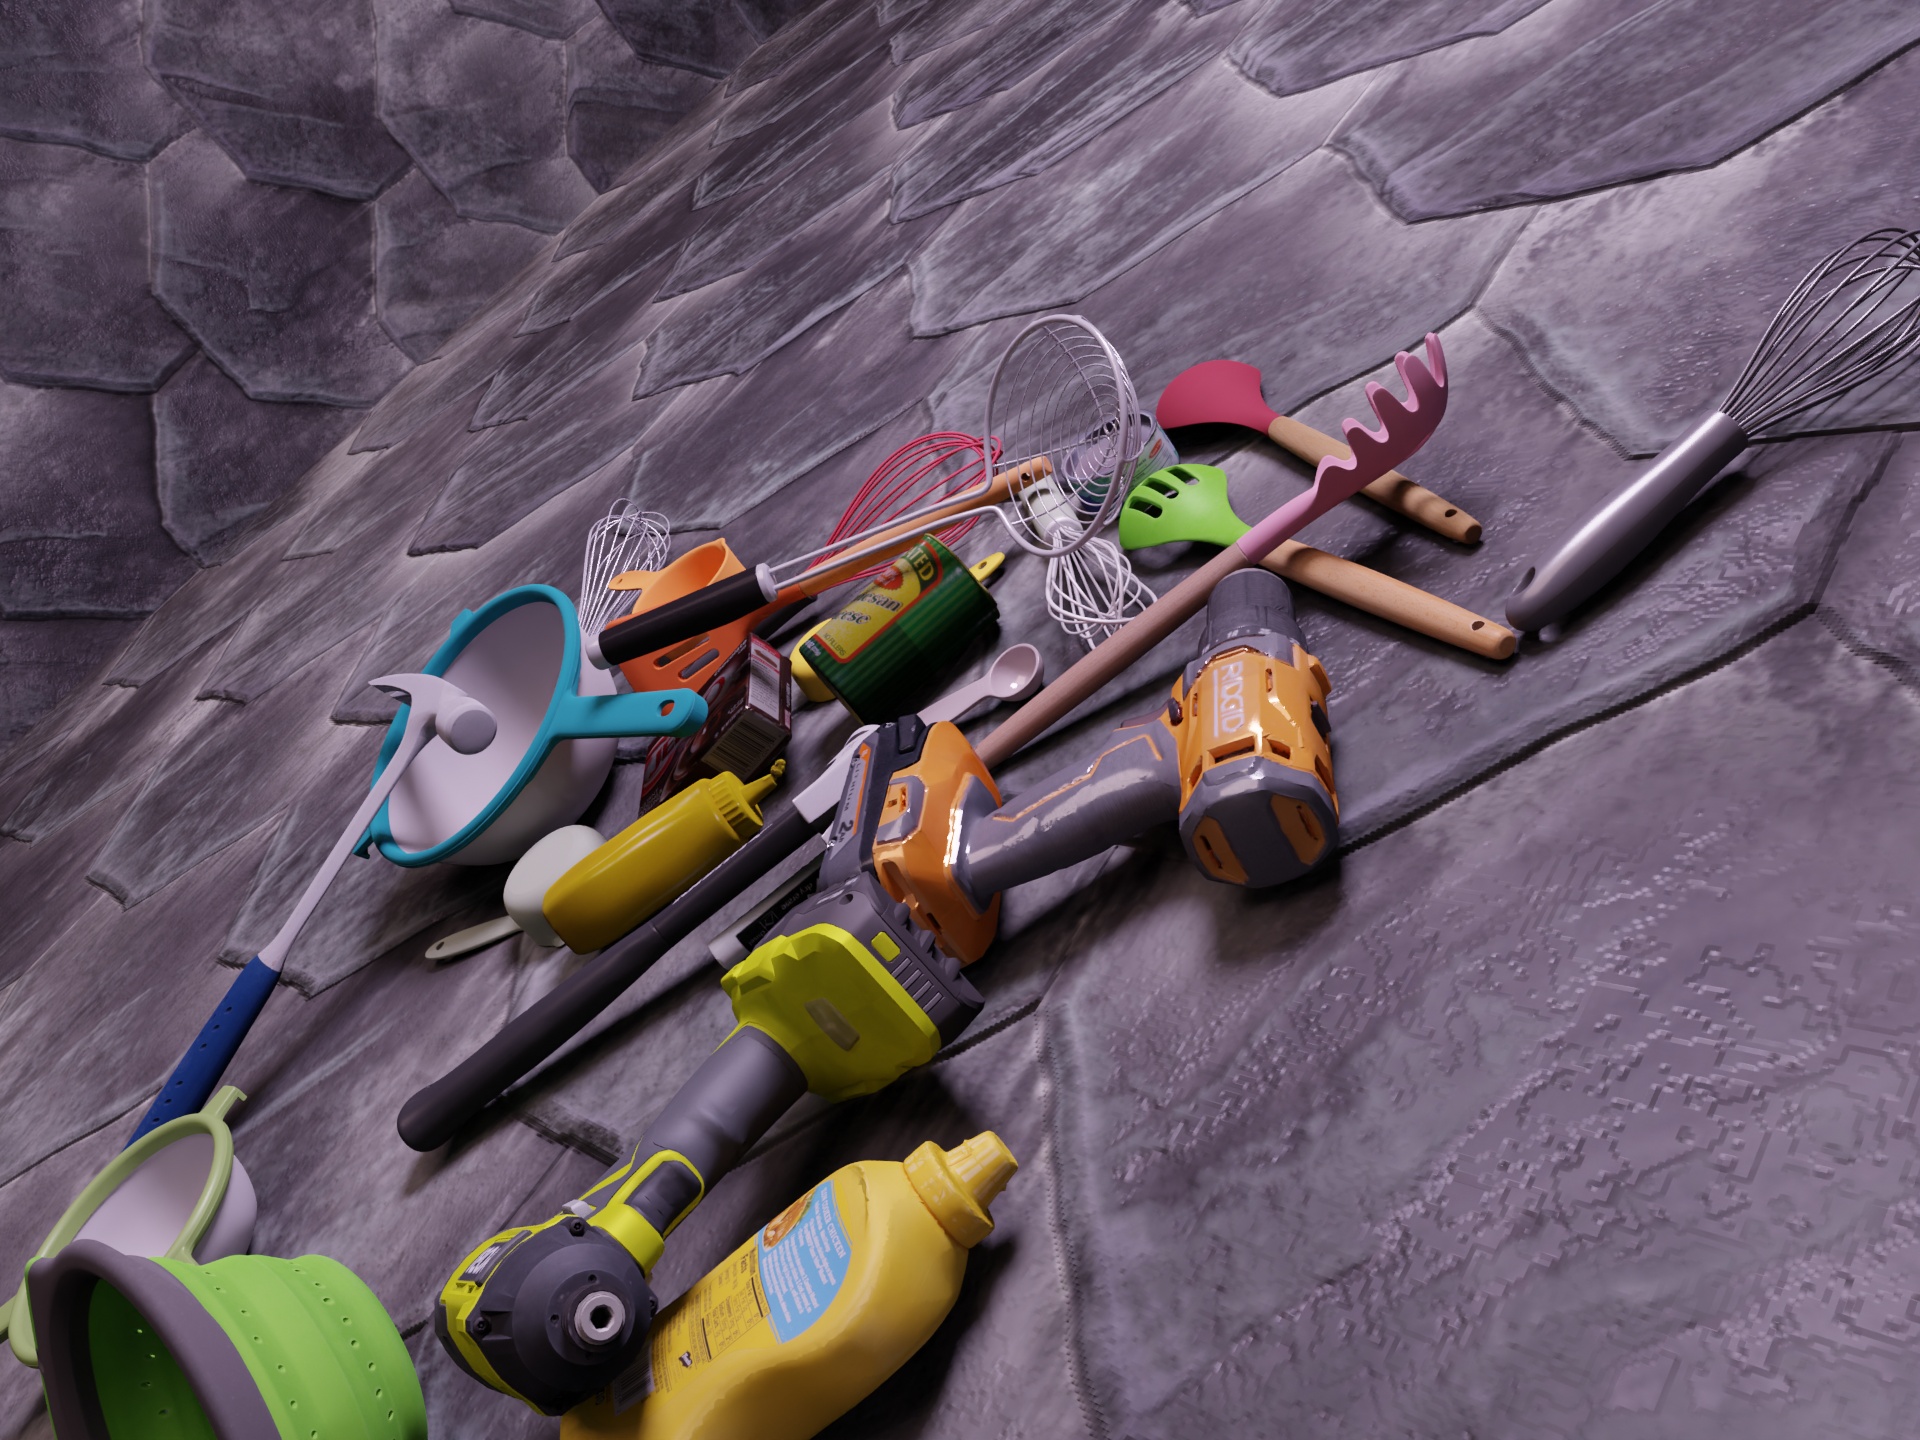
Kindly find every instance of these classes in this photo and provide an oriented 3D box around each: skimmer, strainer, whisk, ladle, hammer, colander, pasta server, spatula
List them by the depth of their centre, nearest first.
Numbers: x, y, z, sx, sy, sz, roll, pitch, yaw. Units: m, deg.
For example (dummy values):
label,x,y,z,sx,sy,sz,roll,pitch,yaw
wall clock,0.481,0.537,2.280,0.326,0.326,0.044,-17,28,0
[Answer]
label,x,y,z,sx,sy,sz,roll,pitch,yaw
colander,-0.228,0.312,0.617,0.397,0.204,0.094,16,23,37
whisk,0.321,-0.120,0.664,0.239,0.055,0.055,-42,30,2
pasta server,0.115,-0.072,0.789,0.316,0.040,0.060,-39,5,18
hammer,-0.168,0.122,0.840,0.335,0.035,0.146,-38,6,8
ladle,0.187,-0.151,0.871,0.069,0.031,0.316,-33,31,-3
skimmer,-0.068,-0.107,0.883,0.363,0.090,0.127,-20,73,16
strainer,-0.492,0.333,0.900,0.256,0.069,0.152,-35,32,6
whisk,0.063,-0.105,0.930,0.059,0.057,0.247,-3,27,-8
spatula,-0.084,-0.093,1.022,0.322,0.081,0.041,-24,15,24
hammer,-0.444,0.146,1.036,0.144,0.035,0.405,24,81,50
strainer,-0.255,0.017,1.046,0.340,0.095,0.211,-3,61,42
whisk,-0.090,-0.102,1.077,0.296,0.073,0.073,-35,29,19
whisk,-0.294,-0.075,1.266,0.070,0.070,0.285,-20,39,29

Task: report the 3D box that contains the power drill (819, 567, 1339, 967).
label,x,y,z,sx,sy,sz,roll,pitch,yaw
power drill,0.060,0.017,0.728,0.226,0.084,0.185,-20,32,23

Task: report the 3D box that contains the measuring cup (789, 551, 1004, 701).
label,x,y,z,sx,sy,sz,roll,pitch,yaw
measuring cup,-0.043,-0.068,0.998,0.156,0.029,0.062,-34,30,13

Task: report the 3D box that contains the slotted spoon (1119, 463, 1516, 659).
label,x,y,z,sx,sy,sz,roll,pitch,yaw
slotted spoon,0.166,-0.084,0.801,0.070,0.031,0.314,-42,31,-6

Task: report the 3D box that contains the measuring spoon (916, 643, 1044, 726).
label,x,y,z,sx,sy,sz,roll,pitch,yaw
measuring spoon,-0.001,-0.003,0.887,0.124,0.018,0.034,-31,42,26

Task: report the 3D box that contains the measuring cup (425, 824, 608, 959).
label,x,y,z,sx,sy,sz,roll,pitch,yaw
measuring cup,-0.287,0.115,1.005,0.167,0.038,0.083,-22,34,23

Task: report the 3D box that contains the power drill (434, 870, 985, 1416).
label,x,y,z,sx,sy,sz,roll,pitch,yaw
power drill,-0.098,0.166,0.619,0.223,0.080,0.171,-45,5,-31

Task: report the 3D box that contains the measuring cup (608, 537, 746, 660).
label,x,y,z,sx,sy,sz,roll,pitch,yaw
measuring cup,-0.213,-0.086,1.192,0.095,0.052,0.174,-50,30,-19
